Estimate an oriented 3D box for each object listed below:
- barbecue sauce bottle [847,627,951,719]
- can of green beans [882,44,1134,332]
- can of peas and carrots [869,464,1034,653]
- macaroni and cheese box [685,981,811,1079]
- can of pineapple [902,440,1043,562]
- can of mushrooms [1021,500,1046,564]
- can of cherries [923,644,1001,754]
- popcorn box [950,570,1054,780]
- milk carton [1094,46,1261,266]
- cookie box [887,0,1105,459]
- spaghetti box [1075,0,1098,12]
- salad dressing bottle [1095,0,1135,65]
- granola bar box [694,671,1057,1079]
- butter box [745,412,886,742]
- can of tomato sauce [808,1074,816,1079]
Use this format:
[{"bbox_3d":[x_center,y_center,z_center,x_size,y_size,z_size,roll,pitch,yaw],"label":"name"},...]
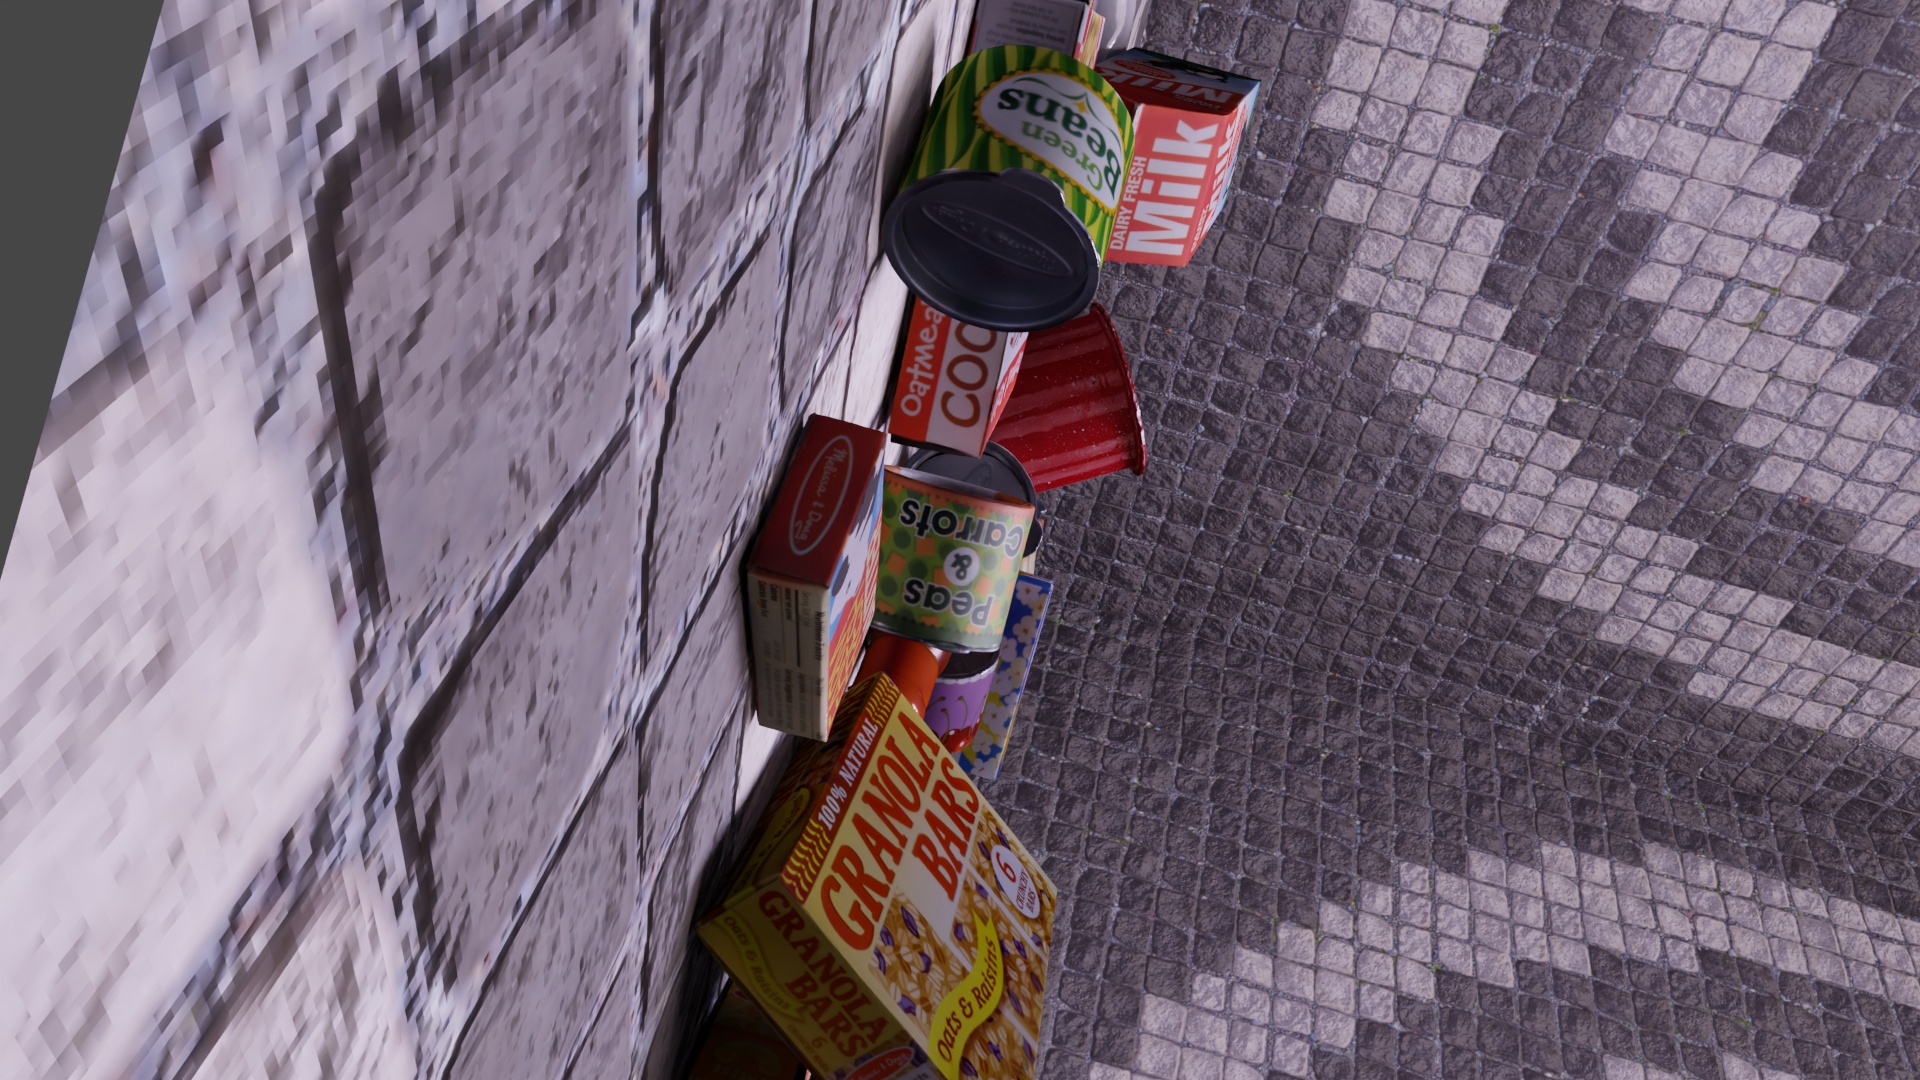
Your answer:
[{"bbox_3d":[-0.020,0.036,0.698,0.149,0.044,0.064,-70,167,-49],"label":"barbecue sauce bottle"},{"bbox_3d":[0.016,-0.107,0.424,0.071,0.071,0.058,100,6,-60],"label":"can of green beans"},{"bbox_3d":[-0.009,0.006,0.536,0.071,0.071,0.058,-44,148,-84],"label":"can of peas and carrots"},{"bbox_3d":[-0.090,0.241,0.529,0.167,0.040,0.123,-65,169,-74],"label":"macaroni and cheese box"},{"bbox_3d":[0.002,-0.008,0.648,0.057,0.071,0.071,91,15,-78],"label":"can of pineapple"},{"bbox_3d":[0.015,-0.011,0.835,0.071,0.071,0.033,-66,173,-68],"label":"can of mushrooms"},{"bbox_3d":[-0.014,0.074,0.753,0.072,0.071,0.058,-69,174,-57],"label":"can of cherries"},{"bbox_3d":[0.000,0.073,0.850,0.038,0.085,0.126,-47,153,-81],"label":"popcorn box"},{"bbox_3d":[0.092,-0.186,0.669,0.191,0.073,0.072,-54,160,-60],"label":"milk carton"},{"bbox_3d":[0.015,-0.128,0.553,0.123,0.040,0.166,-65,169,-70],"label":"cookie box"},{"bbox_3d":[0.041,-0.219,0.647,0.050,0.029,0.249,-65,170,-72],"label":"spaghetti box"},{"bbox_3d":[0.069,-0.279,0.726,0.064,0.044,0.146,-62,168,-52],"label":"salad dressing bottle"},{"bbox_3d":[-0.021,0.134,0.506,0.039,0.124,0.166,-35,-171,16],"label":"granola bar box"},{"bbox_3d":[-0.041,0.014,0.403,0.103,0.024,0.053,100,7,-59],"label":"butter box"},{"bbox_3d":[-0.030,0.218,0.496,0.083,0.071,0.071,-63,168,-74],"label":"can of tomato sauce"}]
